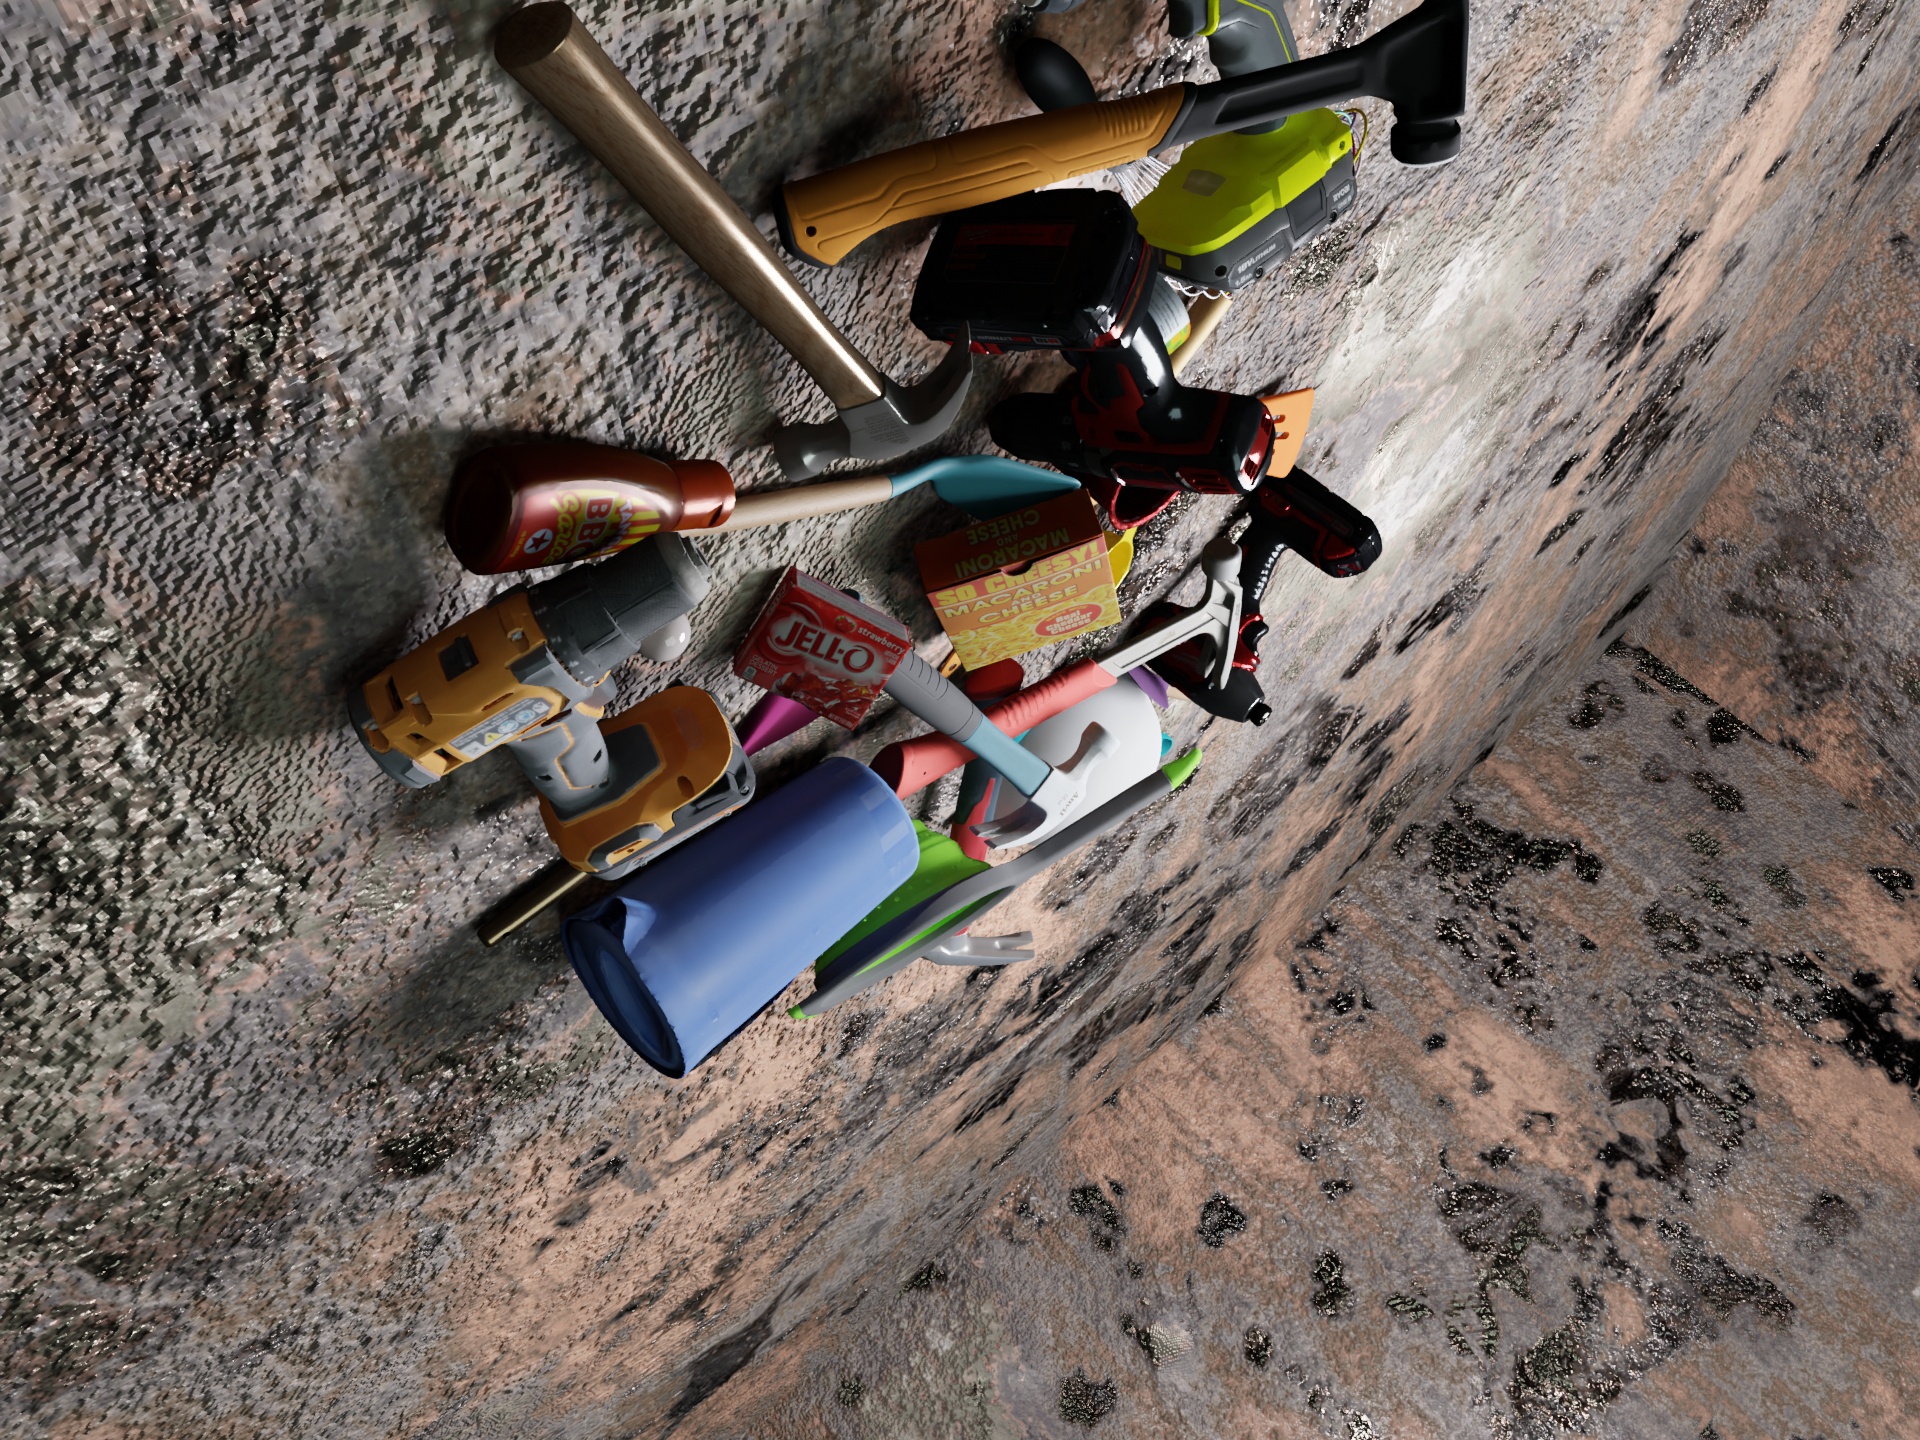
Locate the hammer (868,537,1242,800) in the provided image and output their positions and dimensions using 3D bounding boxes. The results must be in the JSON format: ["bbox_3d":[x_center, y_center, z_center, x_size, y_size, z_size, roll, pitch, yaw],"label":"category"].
[{"bbox_3d":[0.083,-0.019,1.263,0.359,0.037,0.149,-28,140,-26],"label":"hammer"}]

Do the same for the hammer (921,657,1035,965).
[{"bbox_3d":[0.025,0.092,1.394,0.143,0.038,0.386,2,136,-9],"label":"hammer"}]

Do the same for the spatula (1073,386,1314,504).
[{"bbox_3d":[0.177,-0.198,1.219,0.322,0.041,0.081,-28,140,-48],"label":"spatula"}]

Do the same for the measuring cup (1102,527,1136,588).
[{"bbox_3d":[0.127,-0.167,1.241,0.062,0.029,0.156,-9,126,-59],"label":"measuring cup"}]

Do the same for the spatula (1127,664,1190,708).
[{"bbox_3d":[0.200,-0.030,1.531,0.018,0.060,0.315,-39,167,13],"label":"spatula"}]

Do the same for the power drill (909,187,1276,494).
[{"bbox_3d":[0.061,-0.204,0.913,0.226,0.188,0.080,36,71,-53],"label":"power drill"}]

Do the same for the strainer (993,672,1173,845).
[{"bbox_3d":[0.150,0.049,1.531,0.211,0.095,0.340,-55,154,20],"label":"strainer"}]

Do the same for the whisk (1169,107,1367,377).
[{"bbox_3d":[0.193,-0.310,1.086,0.245,0.047,0.051,-53,158,23],"label":"whisk"}]

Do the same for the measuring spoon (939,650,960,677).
[{"bbox_3d":[0.023,-0.073,1.221,0.117,0.011,0.021,-49,157,7],"label":"measuring spoon"}]

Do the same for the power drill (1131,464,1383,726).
[{"bbox_3d":[0.271,-0.106,1.425,0.219,0.143,0.078,-51,159,4],"label":"power drill"}]

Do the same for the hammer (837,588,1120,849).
[{"bbox_3d":[-0.002,-0.004,1.140,0.128,0.033,0.330,-52,138,-1],"label":"hammer"}]

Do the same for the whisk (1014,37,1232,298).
[{"bbox_3d":[0.103,-0.313,0.914,0.070,0.070,0.284,-52,152,13],"label":"whisk"}]

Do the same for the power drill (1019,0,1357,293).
[{"bbox_3d":[0.120,-0.340,0.811,0.190,0.080,0.228,-40,136,-17],"label":"power drill"}]

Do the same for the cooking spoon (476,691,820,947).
[{"bbox_3d":[-0.184,0.048,1.059,0.319,0.017,0.068,-38,155,-20],"label":"cooking spoon"}]

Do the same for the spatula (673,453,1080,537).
[{"bbox_3d":[-0.059,-0.126,0.951,0.317,0.044,0.082,-18,177,-44],"label":"spatula"}]

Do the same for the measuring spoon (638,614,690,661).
[{"bbox_3d":[-0.189,-0.052,0.887,0.034,0.018,0.124,-51,156,11],"label":"measuring spoon"}]

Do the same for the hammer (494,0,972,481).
[{"bbox_3d":[-0.094,-0.206,0.730,0.130,0.031,0.331,-14,157,19],"label":"hammer"}]

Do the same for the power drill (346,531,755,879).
[{"bbox_3d":[-0.186,-0.007,0.850,0.185,0.084,0.226,-31,154,3],"label":"power drill"}]

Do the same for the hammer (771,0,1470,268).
[{"bbox_3d":[0.074,-0.284,0.748,0.337,0.034,0.127,-15,135,0],"label":"hammer"}]

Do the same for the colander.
[{"bbox_3d":[0.012,0.103,1.313,0.397,0.094,0.204,-32,169,-3],"label":"colander"}]
